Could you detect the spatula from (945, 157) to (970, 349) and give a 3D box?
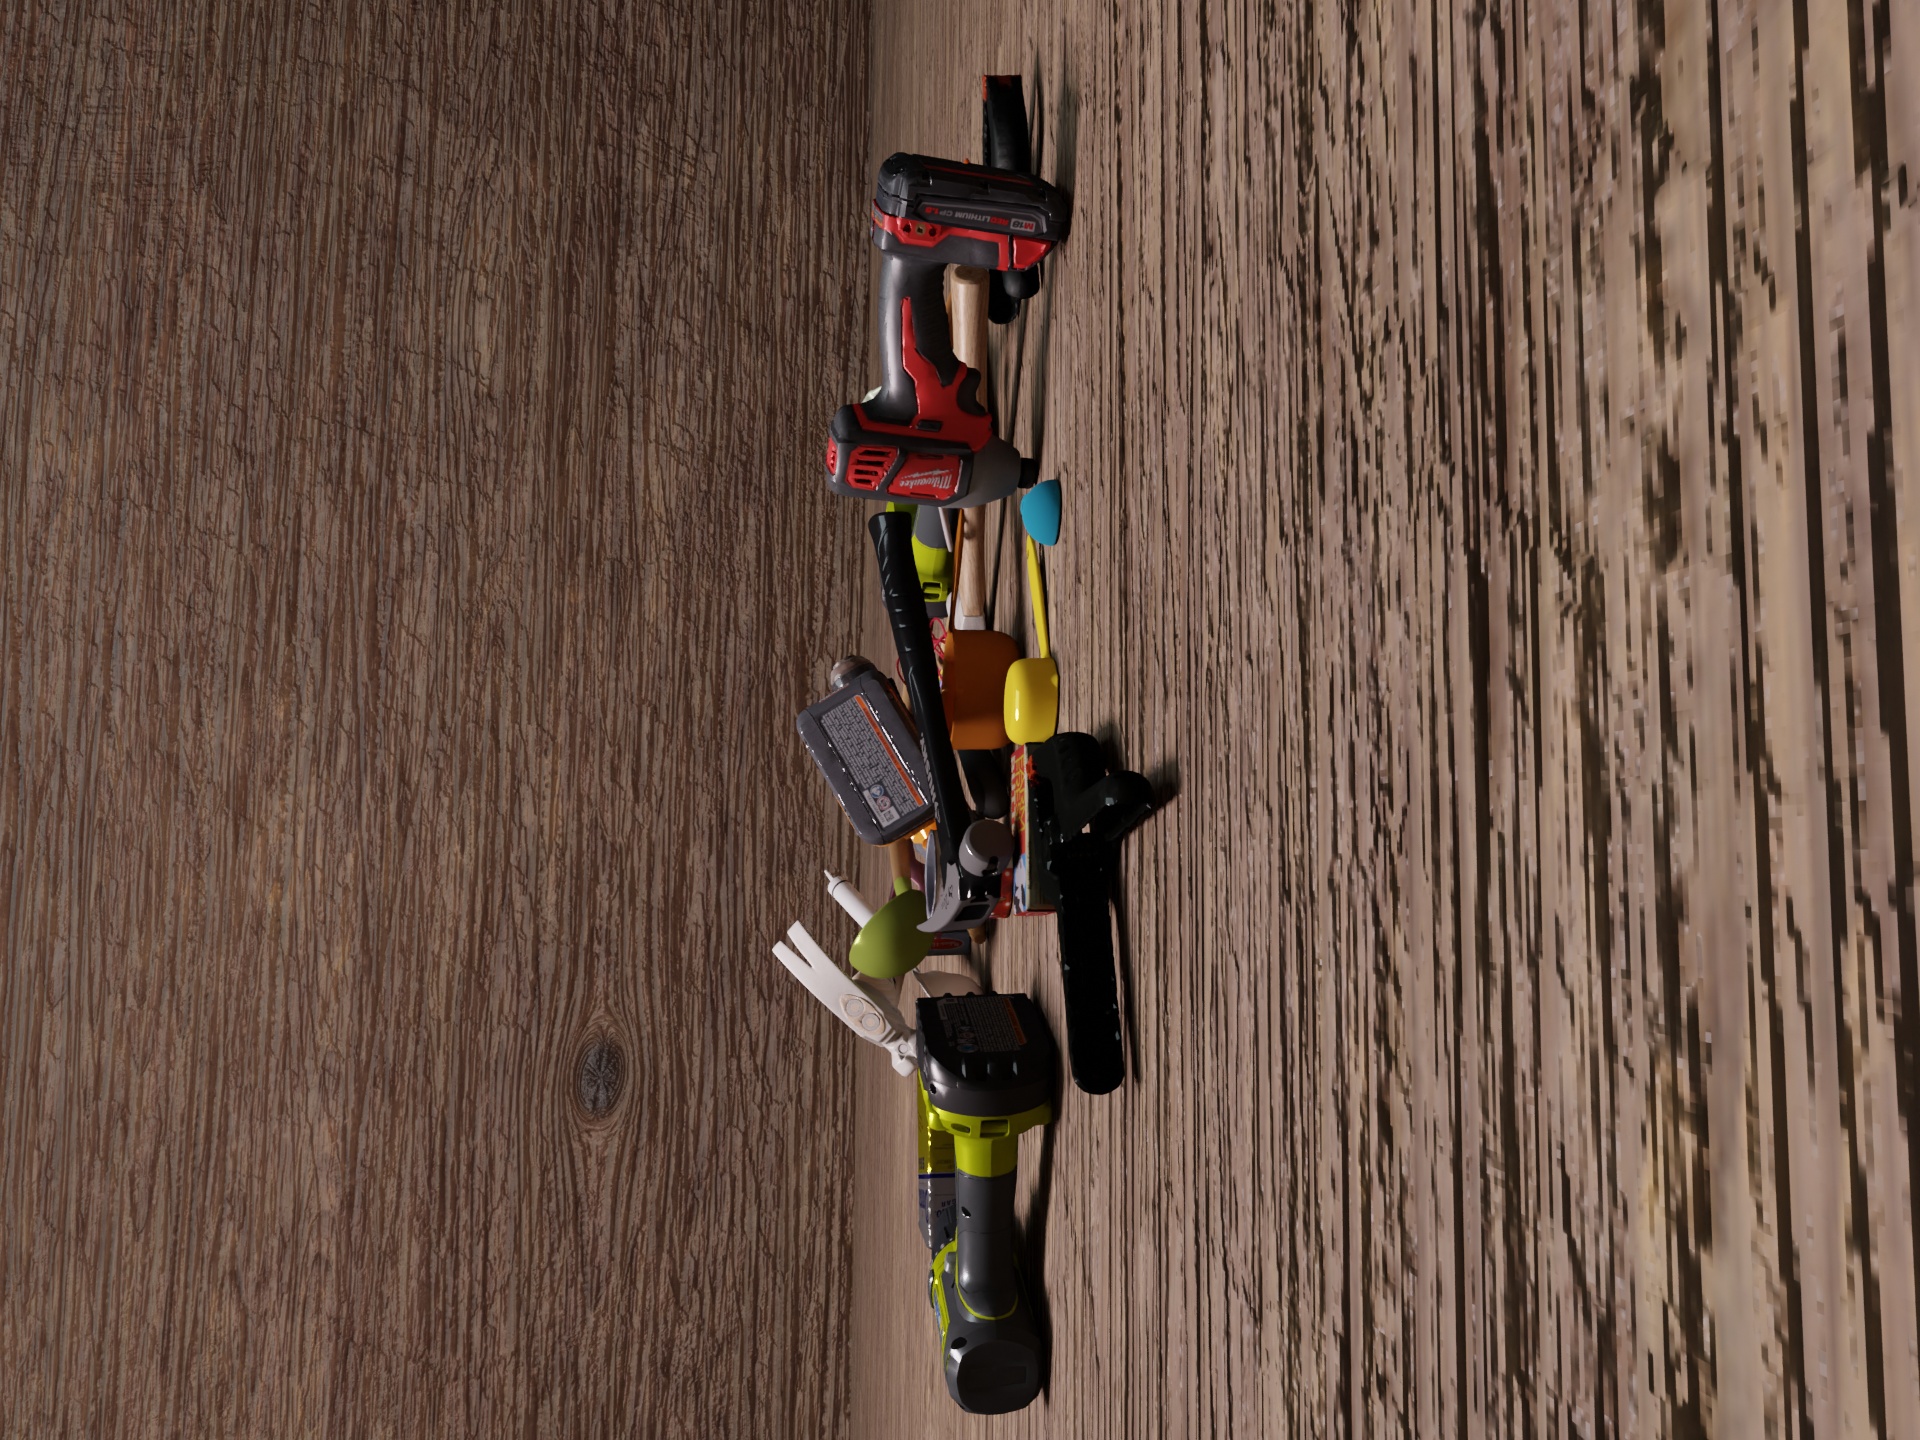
[{"bbox_3d":[-0.005,-0.358,1.289,0.323,0.041,0.081,-77,-4,-49],"label":"spatula"}]

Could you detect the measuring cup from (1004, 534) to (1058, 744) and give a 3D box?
[{"bbox_3d":[0.040,-0.055,1.027,0.062,0.029,0.157,103,165,-60],"label":"measuring cup"}]

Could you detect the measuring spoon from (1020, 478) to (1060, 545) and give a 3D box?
[{"bbox_3d":[0.044,-0.139,1.046,0.129,0.021,0.042,-129,40,-78],"label":"measuring spoon"}]

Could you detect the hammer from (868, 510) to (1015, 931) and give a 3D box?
[{"bbox_3d":[-0.024,-0.011,1.103,0.146,0.035,0.335,109,153,-53],"label":"hammer"}]

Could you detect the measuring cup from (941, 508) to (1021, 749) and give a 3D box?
[{"bbox_3d":[0.018,-0.064,1.143,0.095,0.052,0.173,-177,90,-83],"label":"measuring cup"}]

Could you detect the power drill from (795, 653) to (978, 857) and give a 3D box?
[{"bbox_3d":[-0.062,0.018,1.262,0.185,0.084,0.226,59,-176,10],"label":"power drill"}]

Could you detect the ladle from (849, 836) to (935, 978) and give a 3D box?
[{"bbox_3d":[-0.061,0.121,1.347,0.078,0.062,0.320,-56,15,16],"label":"ladle"}]

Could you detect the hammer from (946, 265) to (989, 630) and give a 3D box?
[{"bbox_3d":[0.008,-0.182,1.216,0.130,0.031,0.331,-100,8,-53],"label":"hammer"}]

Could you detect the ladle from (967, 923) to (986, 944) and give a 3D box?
[{"bbox_3d":[-0.006,0.118,1.416,0.316,0.031,0.069,-111,6,-67],"label":"ladle"}]

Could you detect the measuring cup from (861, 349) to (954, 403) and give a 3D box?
[{"bbox_3d":[-0.029,-0.254,1.272,0.167,0.038,0.083,-35,43,33],"label":"measuring cup"}]

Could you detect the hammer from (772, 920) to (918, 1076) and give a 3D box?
[{"bbox_3d":[-0.069,0.209,1.426,0.038,0.146,0.410,-48,-2,5],"label":"hammer"}]

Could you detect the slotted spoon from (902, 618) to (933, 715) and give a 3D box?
[{"bbox_3d":[-0.033,-0.103,1.493,0.070,0.031,0.314,110,171,-45],"label":"slotted spoon"}]

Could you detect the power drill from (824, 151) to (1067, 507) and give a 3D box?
[{"bbox_3d":[-0.004,-0.244,1.036,0.079,0.143,0.219,-109,28,-60],"label":"power drill"}]

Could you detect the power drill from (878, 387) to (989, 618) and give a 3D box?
[{"bbox_3d":[-0.019,-0.214,1.400,0.223,0.080,0.171,105,165,-48],"label":"power drill"}]

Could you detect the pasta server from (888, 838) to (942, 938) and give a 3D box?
[{"bbox_3d":[-0.049,0.106,1.475,0.040,0.060,0.316,55,-170,-24],"label":"pasta server"}]

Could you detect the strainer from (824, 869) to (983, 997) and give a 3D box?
[{"bbox_3d":[-0.044,0.194,1.309,0.259,0.050,0.086,40,169,41],"label":"strainer"}]

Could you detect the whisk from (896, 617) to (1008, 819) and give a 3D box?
[{"bbox_3d":[-0.002,-0.004,1.296,0.296,0.073,0.073,-112,23,-59],"label":"whisk"}]

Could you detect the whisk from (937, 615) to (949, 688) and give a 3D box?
[{"bbox_3d":[-0.017,-0.036,1.474,0.244,0.047,0.051,104,167,-50],"label":"whisk"}]

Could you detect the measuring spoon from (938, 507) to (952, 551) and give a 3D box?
[{"bbox_3d":[-0.013,-0.192,1.226,0.034,0.018,0.124,-179,78,-86],"label":"measuring spoon"}]

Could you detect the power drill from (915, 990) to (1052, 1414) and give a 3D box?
[{"bbox_3d":[0.011,0.297,1.029,0.191,0.080,0.228,-119,29,-77],"label":"power drill"}]
